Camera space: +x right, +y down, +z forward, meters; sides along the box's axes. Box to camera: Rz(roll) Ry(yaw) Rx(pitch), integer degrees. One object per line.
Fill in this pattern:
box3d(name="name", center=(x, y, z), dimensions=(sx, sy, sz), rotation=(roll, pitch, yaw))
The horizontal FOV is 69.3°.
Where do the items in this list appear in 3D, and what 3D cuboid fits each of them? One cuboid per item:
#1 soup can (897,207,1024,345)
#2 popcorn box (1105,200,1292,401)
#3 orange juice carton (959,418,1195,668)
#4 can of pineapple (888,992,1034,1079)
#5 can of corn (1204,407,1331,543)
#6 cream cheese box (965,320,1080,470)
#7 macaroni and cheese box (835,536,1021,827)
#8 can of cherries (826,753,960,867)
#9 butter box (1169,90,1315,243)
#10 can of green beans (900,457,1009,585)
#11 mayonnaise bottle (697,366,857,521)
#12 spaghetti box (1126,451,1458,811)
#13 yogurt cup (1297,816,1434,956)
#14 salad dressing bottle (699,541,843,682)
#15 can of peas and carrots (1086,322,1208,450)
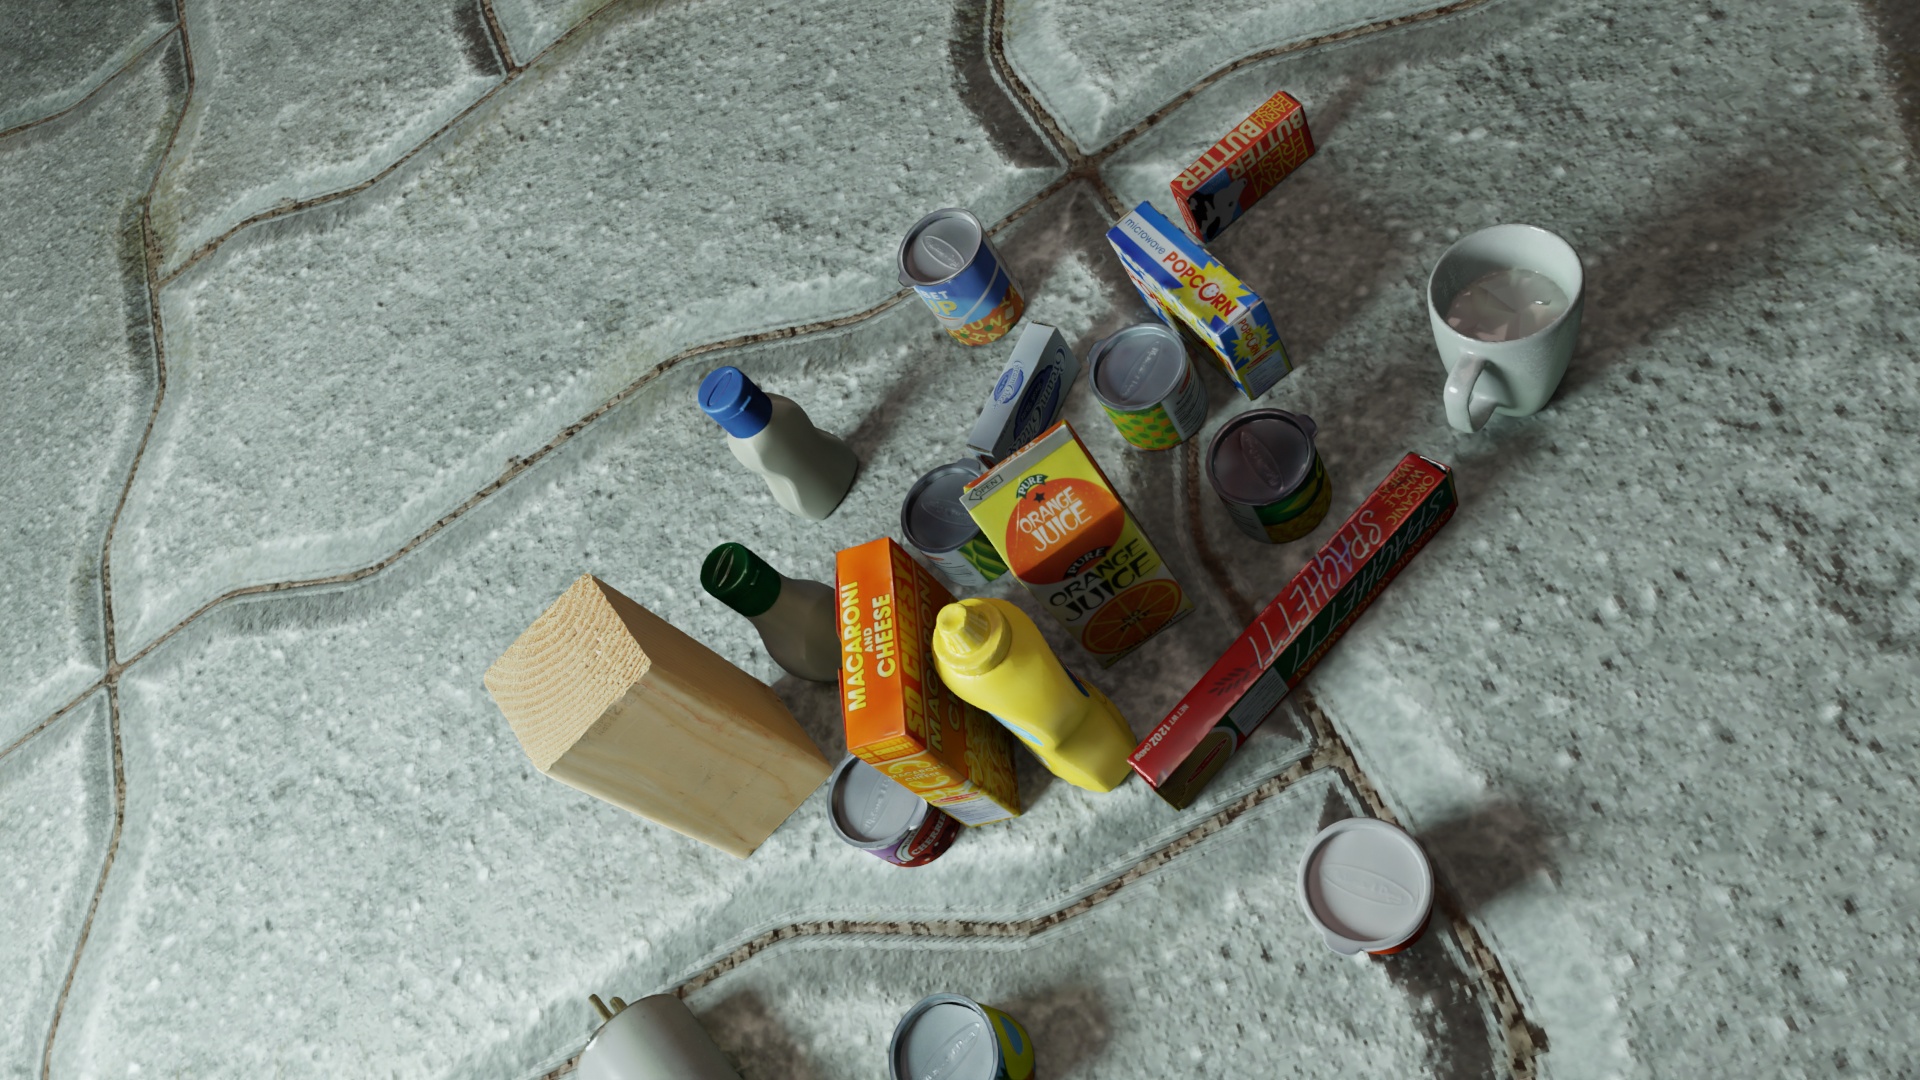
box3d(name="soup can", center=(0.000, -0.189, 1.013), dimensions=(0.071, 0.083, 0.071), rotation=(-12, 60, 21))
box3d(name="popcorn box", center=(0.157, -0.159, 0.918), dimensions=(0.038, 0.085, 0.127), rotation=(-40, 54, 3))
box3d(name="orange juice carton", center=(0.066, -0.003, 0.815), dimensions=(0.072, 0.192, 0.073), rotation=(-34, 55, 7))
box3d(name="can of pineapple", center=(0.002, 0.292, 0.775), dimensions=(0.071, 0.057, 0.071), rotation=(-11, 60, 21))
box3d(name="can of corn", center=(0.193, -0.040, 0.854), dimensions=(0.071, 0.058, 0.071), rotation=(-11, 60, 21))
box3d(name="cream cheese box", center=(0.044, -0.094, 0.959), dimensions=(0.024, 0.053, 0.104), rotation=(18, 74, 32))
box3d(name="macaroni and cheese box", center=(-0.018, 0.089, 0.825), dimensions=(0.040, 0.166, 0.124), rotation=(-17, 59, 18))
box3d(name="can of cherries", center=(-0.039, 0.166, 0.861), dimensions=(0.071, 0.058, 0.072), rotation=(-11, 60, 21))
box3d(name="butter box", center=(0.197, -0.261, 0.971), dimensions=(0.103, 0.053, 0.024), rotation=(-40, 54, 3))
box3d(name="can of green beans", center=(0.002, -0.010, 0.933), dimensions=(0.071, 0.057, 0.071), rotation=(-11, 60, 21))
box3d(name="mayonnaise bottle", center=(-0.129, -0.070, 0.974), dimensions=(0.041, 0.147, 0.065), rotation=(23, 77, 34))
box3d(name="spaghetti box", center=(0.196, 0.053, 0.809), dimensions=(0.250, 0.050, 0.029), rotation=(-47, 54, -3))
box3d(name="yogurt cup", center=(0.216, 0.184, 0.728), dimensions=(0.072, 0.054, 0.073), rotation=(-11, 60, 21))
box3d(name="salad dressing bottle", center=(-0.114, 0.046, 0.906), dimensions=(0.044, 0.147, 0.064), rotation=(8, 69, 30))
box3d(name="can of peas and carrots", center=(0.123, -0.102, 0.921), dimensions=(0.071, 0.058, 0.071), rotation=(-11, 60, 21))
